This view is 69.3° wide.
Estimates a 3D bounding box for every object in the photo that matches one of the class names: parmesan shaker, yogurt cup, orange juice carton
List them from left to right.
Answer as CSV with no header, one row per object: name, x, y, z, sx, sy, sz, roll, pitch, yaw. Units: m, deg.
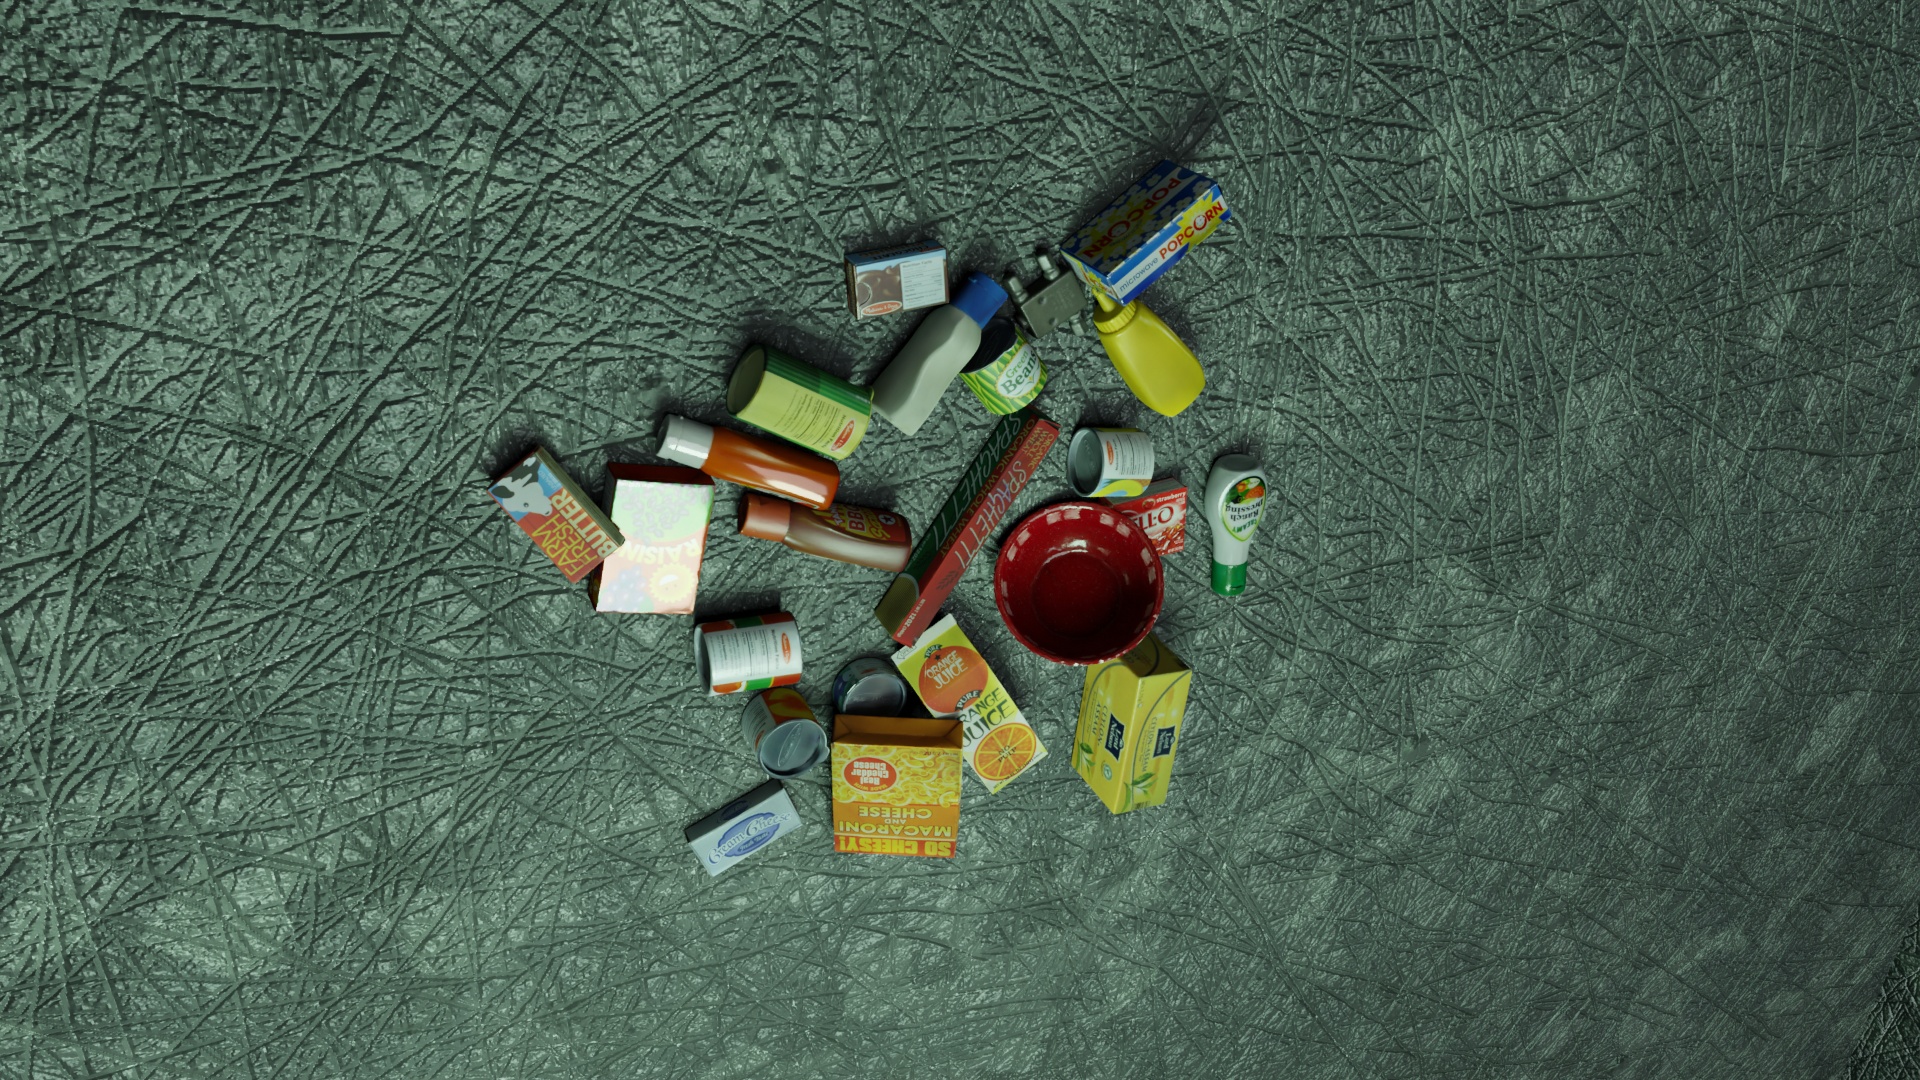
parmesan shaker,-0.133,-0.117,1.149,0.103,0.071,0.071,22,105,-33
orange juice carton,0.005,0.153,1.360,0.072,0.073,0.192,-36,126,-4
yogurt cup,0.127,0.088,1.393,0.072,0.072,0.053,-31,134,-9

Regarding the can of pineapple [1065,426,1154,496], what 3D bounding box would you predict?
can of pineapple,0.141,-0.074,1.312,0.058,0.071,0.070,-1,117,-26

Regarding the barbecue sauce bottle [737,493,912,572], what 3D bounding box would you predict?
barbecue sauce bottle,-0.119,-0.010,1.219,0.149,0.065,0.043,11,119,-21

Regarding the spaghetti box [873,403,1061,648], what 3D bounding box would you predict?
spaghetti box,0.005,-0.016,1.283,0.028,0.050,0.249,27,101,-36

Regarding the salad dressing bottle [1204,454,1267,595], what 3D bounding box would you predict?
salad dressing bottle,0.280,-0.014,1.426,0.064,0.044,0.147,-13,121,-19

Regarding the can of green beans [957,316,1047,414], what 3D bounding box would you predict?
can of green beans,0.034,-0.152,1.214,0.071,0.071,0.057,-43,127,0

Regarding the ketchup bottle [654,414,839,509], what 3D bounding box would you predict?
ketchup bottle,-0.178,-0.067,1.159,0.149,0.065,0.043,17,97,-23

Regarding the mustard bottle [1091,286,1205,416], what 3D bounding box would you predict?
mustard bottle,0.164,-0.182,1.274,0.065,0.049,0.160,-44,126,1

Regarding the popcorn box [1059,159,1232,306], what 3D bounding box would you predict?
popcorn box,0.159,-0.267,1.202,0.127,0.085,0.038,-40,128,-2

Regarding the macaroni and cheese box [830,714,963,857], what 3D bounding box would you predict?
macaroni and cheese box,-0.061,0.240,1.348,0.124,0.040,0.165,3,131,0

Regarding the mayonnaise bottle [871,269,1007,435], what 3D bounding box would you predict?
mayonnaise bottle,-0.018,-0.162,1.187,0.148,0.065,0.041,-51,129,2

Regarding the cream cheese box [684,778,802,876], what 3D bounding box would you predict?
cream cheese box,-0.210,0.279,1.351,0.104,0.024,0.053,-29,125,-10

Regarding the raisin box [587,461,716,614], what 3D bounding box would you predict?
raisin box,-0.260,-0.001,1.165,0.086,0.040,0.123,2,114,-28

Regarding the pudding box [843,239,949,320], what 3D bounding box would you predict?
pudding box,-0.053,-0.218,1.157,0.084,0.030,0.049,-15,123,-19

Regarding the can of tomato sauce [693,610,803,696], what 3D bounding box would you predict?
can of tomato sauce,-0.190,0.101,1.240,0.083,0.071,0.070,-7,119,-23

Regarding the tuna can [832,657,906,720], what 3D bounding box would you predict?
tuna can,-0.088,0.150,1.337,0.071,0.033,0.070,-12,121,-21

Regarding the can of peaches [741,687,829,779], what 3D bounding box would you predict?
can of peaches,-0.164,0.180,1.299,0.071,0.058,0.071,-12,121,-21

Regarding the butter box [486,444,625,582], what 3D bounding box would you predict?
butter box,-0.321,-0.020,1.107,0.053,0.024,0.103,-35,107,12
